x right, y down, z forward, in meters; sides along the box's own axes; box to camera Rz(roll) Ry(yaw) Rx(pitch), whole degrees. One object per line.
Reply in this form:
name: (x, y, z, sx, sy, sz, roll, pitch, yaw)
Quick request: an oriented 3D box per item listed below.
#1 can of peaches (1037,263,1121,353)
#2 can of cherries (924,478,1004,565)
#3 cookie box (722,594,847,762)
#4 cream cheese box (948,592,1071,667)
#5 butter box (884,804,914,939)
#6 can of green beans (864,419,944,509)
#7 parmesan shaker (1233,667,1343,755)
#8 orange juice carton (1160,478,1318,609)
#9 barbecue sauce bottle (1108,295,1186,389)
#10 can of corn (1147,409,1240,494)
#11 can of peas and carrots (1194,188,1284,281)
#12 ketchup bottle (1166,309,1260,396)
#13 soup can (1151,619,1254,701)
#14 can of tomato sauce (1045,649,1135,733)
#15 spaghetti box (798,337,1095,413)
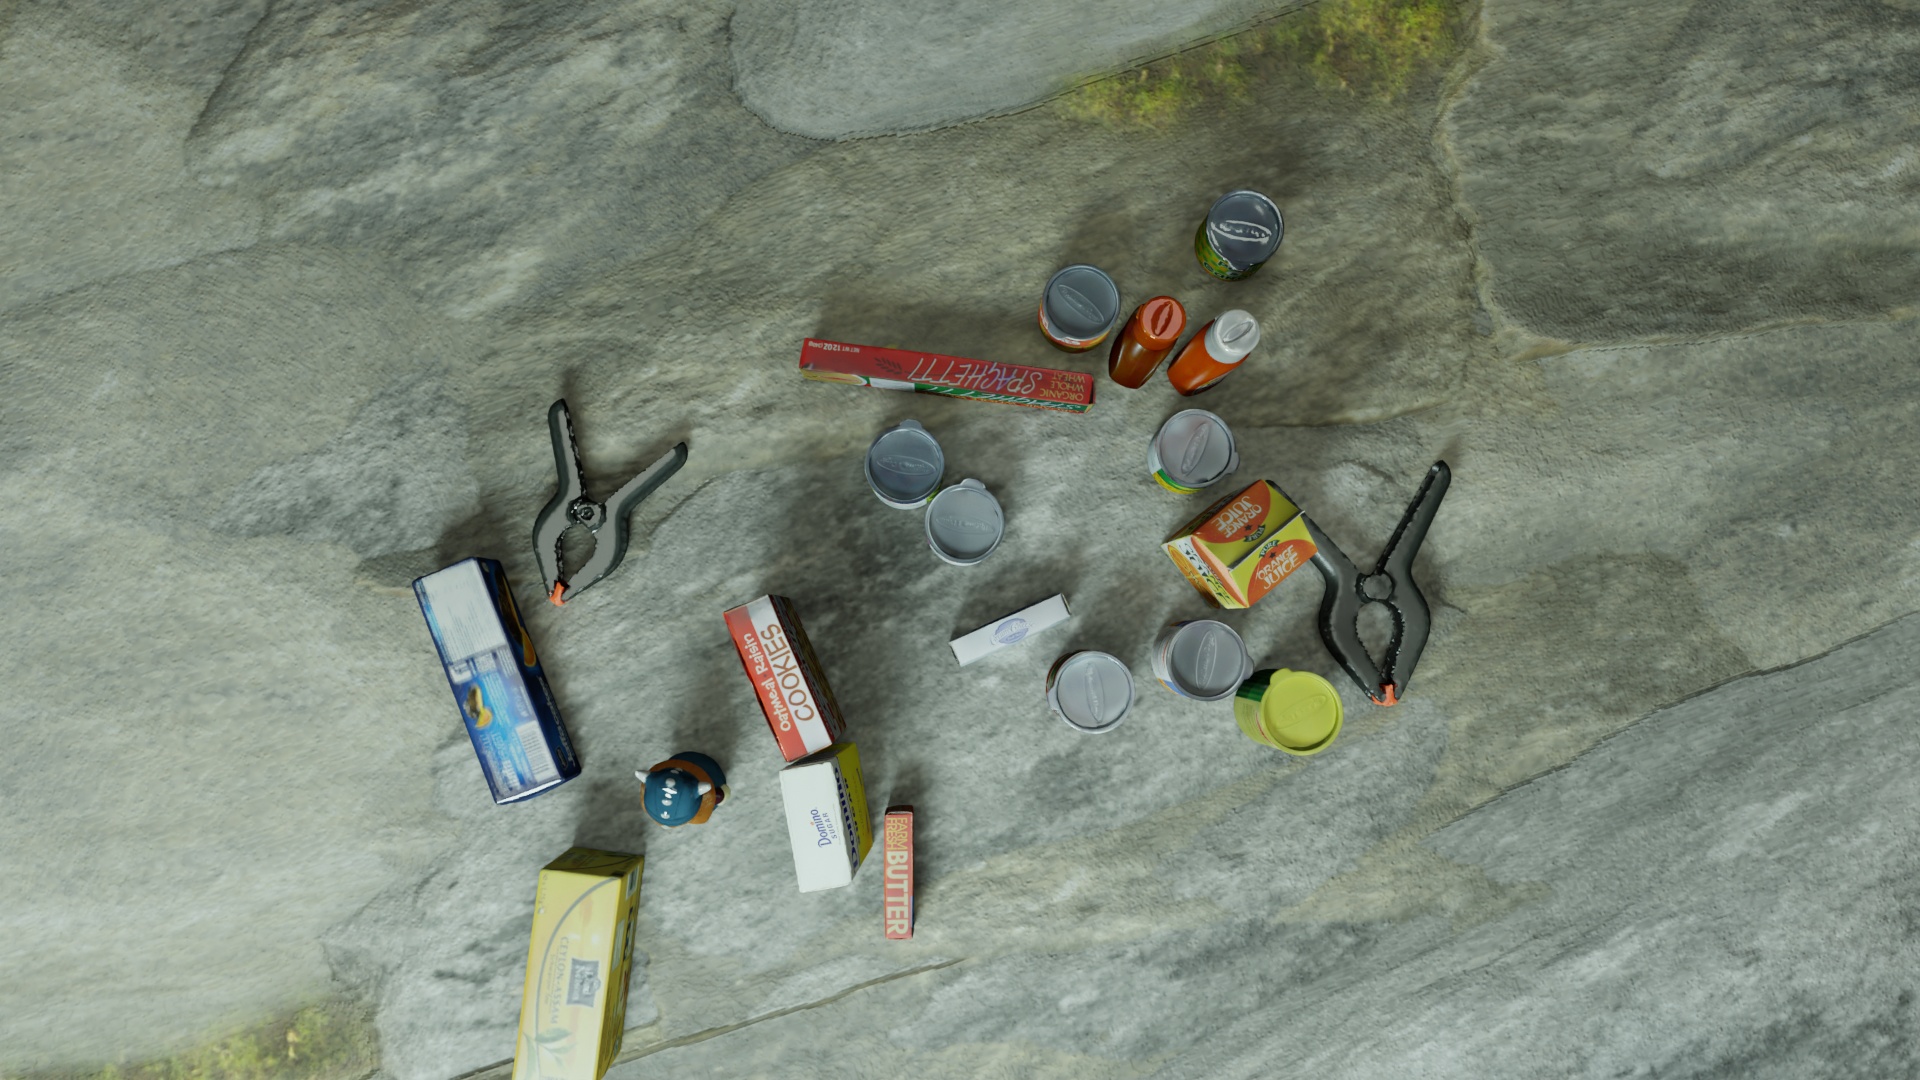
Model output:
can of peaches: (0.099, -0.195, 1.185, 0.071, 0.058, 0.071, 0, 86, -1)
can of cherries: (0.004, -0.015, 1.170, 0.071, 0.058, 0.071, 0, 86, -1)
cookie box: (-0.137, 0.107, 1.104, 0.040, 0.167, 0.123, -24, 87, -2)
cream cheese box: (0.041, 0.075, 1.167, 0.104, 0.053, 0.024, -24, 87, -3)
butter box: (-0.051, 0.274, 1.151, 0.024, 0.053, 0.103, 0, 86, -1)
can of green beans: (-0.046, -0.061, 1.173, 0.071, 0.058, 0.071, 0, 86, -1)
parmesan shaker: (0.266, 0.136, 1.142, 0.071, 0.103, 0.071, 0, 86, -1)
orange juice carton: (0.223, 0.005, 1.106, 0.072, 0.192, 0.073, -38, 88, -3)
barbecue sauce bottle: (0.154, -0.166, 1.139, 0.044, 0.148, 0.065, 24, 86, 1)
can of corn: (0.197, -0.073, 1.178, 0.071, 0.058, 0.071, 0, 86, -1)
can of peas and carrots: (0.238, -0.258, 1.192, 0.071, 0.058, 0.071, 0, 86, -1)
ketchup bottle: (0.211, -0.157, 1.139, 0.065, 0.148, 0.043, -35, 88, -3)
soup can: (0.199, 0.099, 1.153, 0.071, 0.083, 0.071, 0, 86, -1)
can of tomato sauce: (0.104, 0.124, 1.150, 0.071, 0.083, 0.071, 0, 86, -1)
spaghetti box: (-0.010, -0.139, 1.183, 0.250, 0.050, 0.028, 7, 86, -1)
